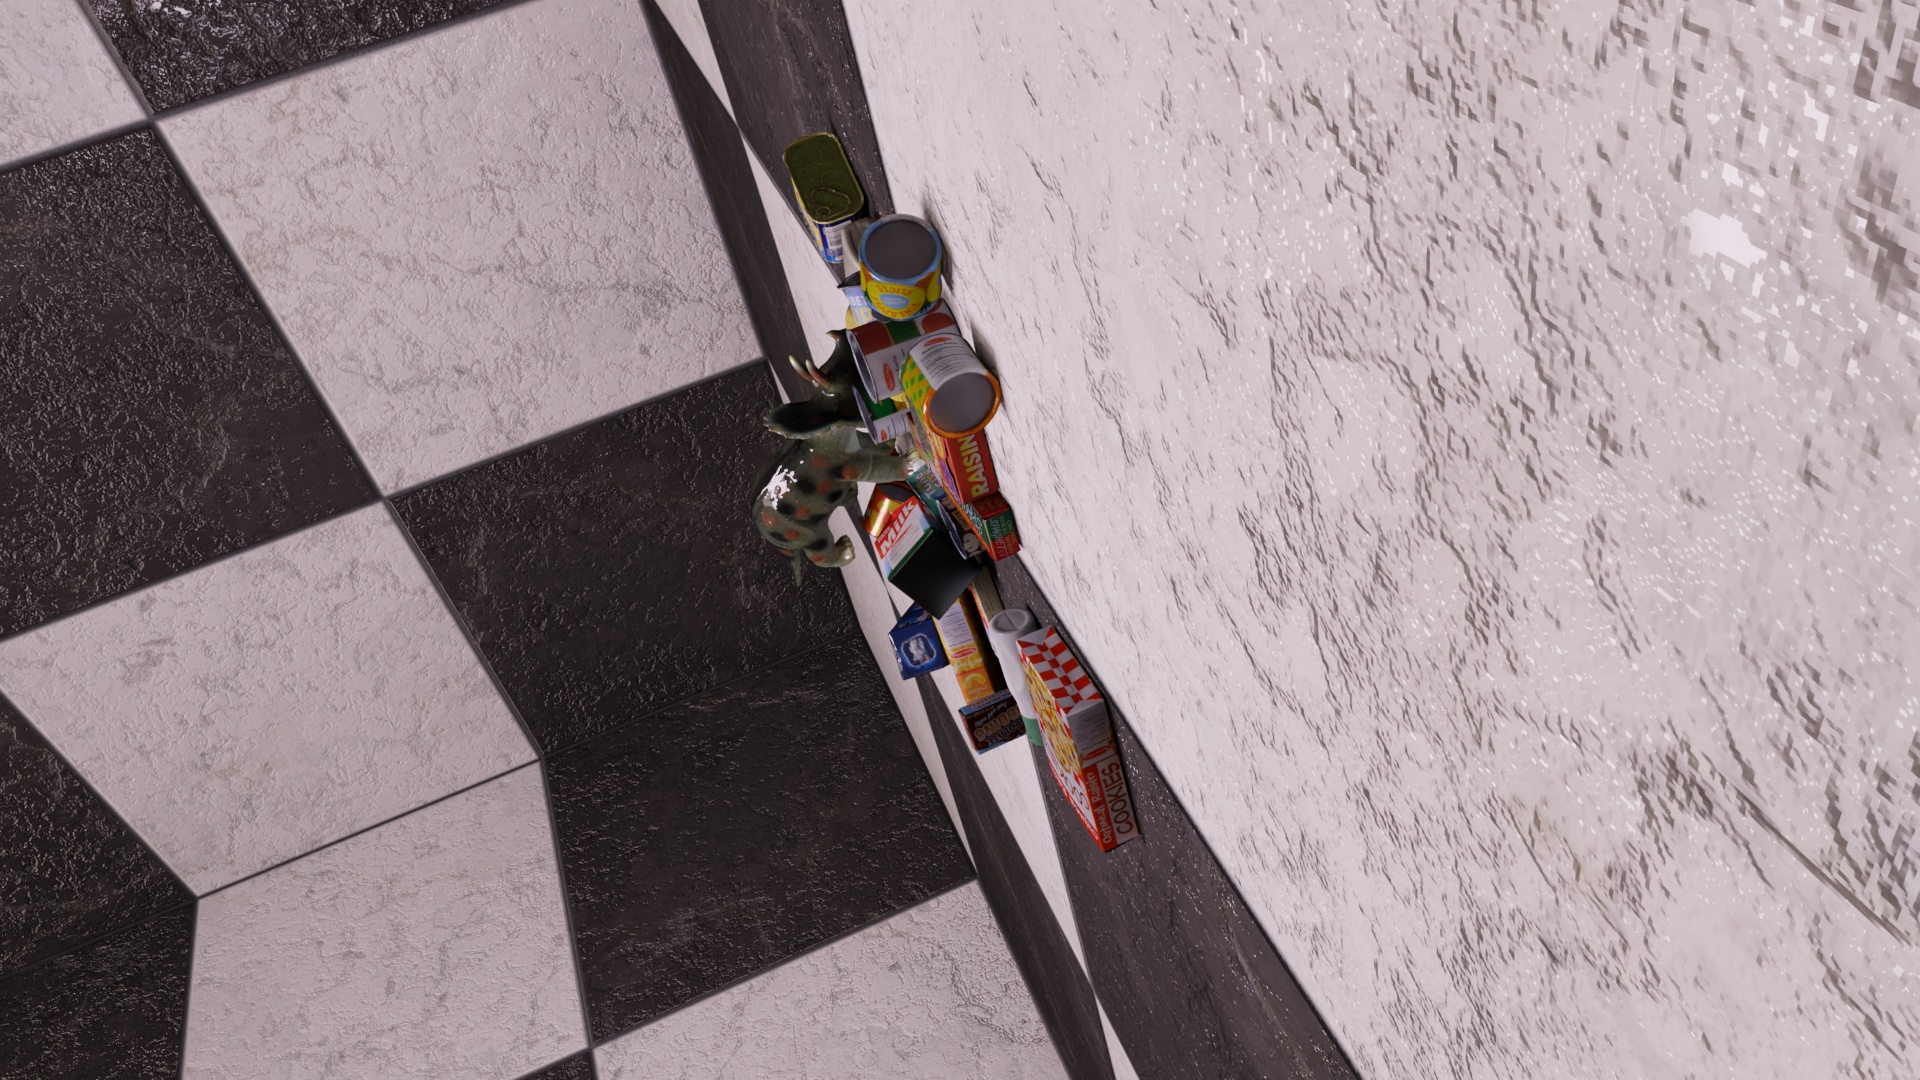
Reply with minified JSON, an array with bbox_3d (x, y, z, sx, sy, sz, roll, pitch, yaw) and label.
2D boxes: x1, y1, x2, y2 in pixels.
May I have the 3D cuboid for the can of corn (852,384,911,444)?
[{"bbox_3d":[-0.077,-0.147,1.506,0.071,0.058,0.071,160,88,-82],"label":"can of corn"}]

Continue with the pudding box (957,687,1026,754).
[{"bbox_3d":[0.046,0.191,1.497,0.030,0.084,0.049,-146,35,-74],"label":"pudding box"}]

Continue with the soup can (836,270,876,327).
[{"bbox_3d":[-0.064,-0.200,1.238,0.071,0.071,0.083,-131,20,-65],"label":"soup can"}]

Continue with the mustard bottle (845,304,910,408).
[{"bbox_3d":[-0.066,-0.180,1.356,0.065,0.049,0.159,31,162,24],"label":"mustard bottle"}]

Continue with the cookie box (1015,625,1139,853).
[{"bbox_3d":[0.104,0.178,1.245,0.123,0.040,0.166,-125,15,-56],"label":"cookie box"}]

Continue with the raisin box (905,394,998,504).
[{"bbox_3d":[-0.011,-0.099,1.272,0.124,0.040,0.085,-125,16,-54],"label":"raisin box"}]

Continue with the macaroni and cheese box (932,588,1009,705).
[{"bbox_3d":[0.016,0.124,1.562,0.124,0.040,0.166,-74,-36,-73],"label":"macaroni and cheese box"}]

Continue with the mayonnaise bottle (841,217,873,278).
[{"bbox_3d":[-0.090,-0.258,1.368,0.065,0.041,0.147,62,172,12],"label":"mayonnaise bottle"}]

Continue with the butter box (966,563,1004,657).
[{"bbox_3d":[0.031,0.075,1.499,0.053,0.024,0.103,-175,63,-80],"label":"butter box"}]

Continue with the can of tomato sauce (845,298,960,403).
[{"bbox_3d":[-0.046,-0.163,1.177,0.071,0.083,0.071,160,88,-82],"label":"can of tomato sauce"}]

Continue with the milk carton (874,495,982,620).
[{"bbox_3d":[-0.040,0.011,1.510,0.072,0.073,0.191,39,-174,-18],"label":"milk carton"}]

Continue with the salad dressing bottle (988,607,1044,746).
[{"bbox_3d":[0.067,0.136,1.363,0.064,0.044,0.147,-129,17,-57],"label":"salad dressing bottle"}]

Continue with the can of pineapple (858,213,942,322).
[{"bbox_3d":[-0.048,-0.216,1.106,0.057,0.071,0.071,93,154,-69],"label":"can of pineapple"}]

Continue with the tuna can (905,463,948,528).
[{"bbox_3d":[-0.026,-0.049,1.448,0.071,0.033,0.071,52,-179,-1],"label":"tuna can"}]

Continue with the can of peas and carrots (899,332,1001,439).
[{"bbox_3d":[-0.008,-0.120,1.103,0.059,0.071,0.070,-122,13,-47],"label":"can of peas and carrots"}]

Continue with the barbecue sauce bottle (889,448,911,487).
[{"bbox_3d":[-0.078,-0.049,1.816,0.065,0.044,0.148,-131,21,-68],"label":"barbecue sauce bottle"}]

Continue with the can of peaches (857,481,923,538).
[{"bbox_3d":[-0.088,-0.038,1.752,0.057,0.071,0.071,-67,30,24],"label":"can of peaches"}]

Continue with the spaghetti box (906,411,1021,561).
[{"bbox_3d":[-0.001,-0.060,1.341,0.251,0.029,0.050,-124,15,-57],"label":"spaghetti box"}]

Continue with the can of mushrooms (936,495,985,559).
[{"bbox_3d":[0.005,-0.017,1.383,0.071,0.033,0.071,63,174,12],"label":"can of mushrooms"}]
